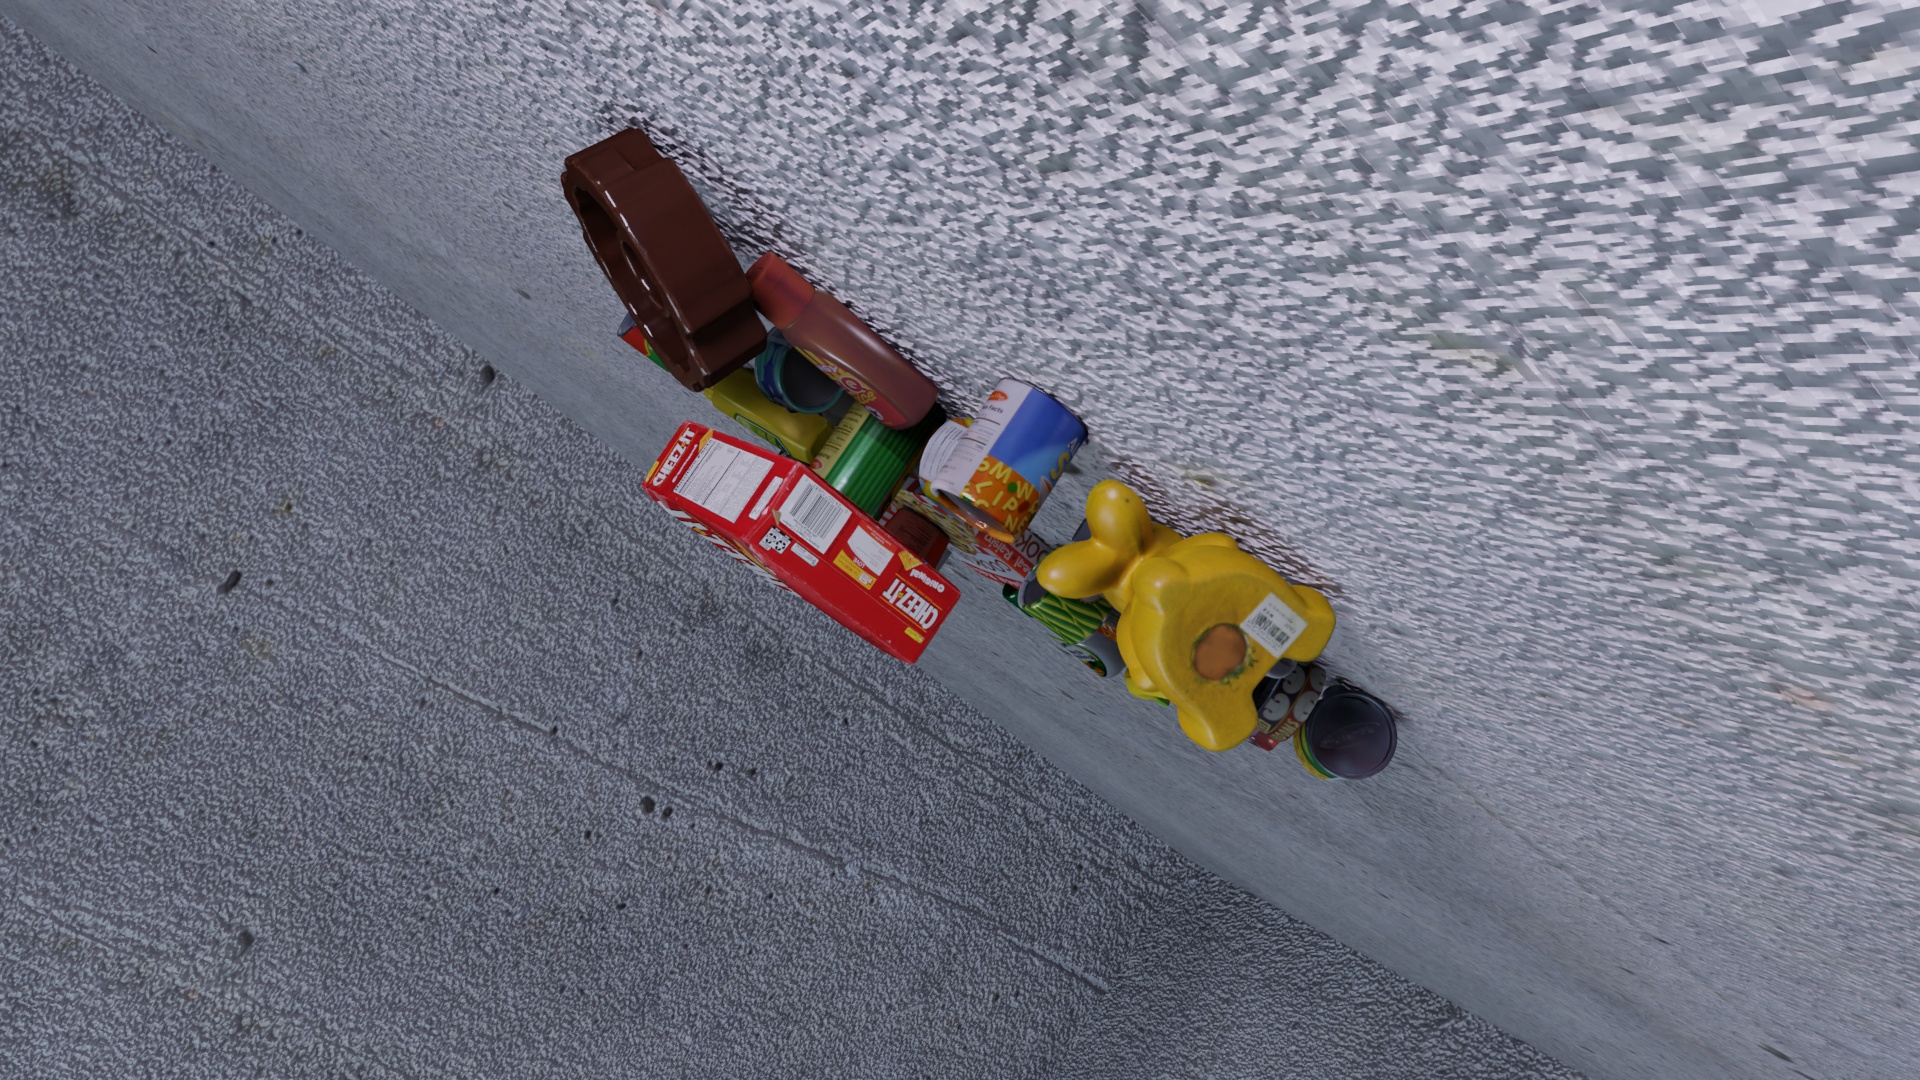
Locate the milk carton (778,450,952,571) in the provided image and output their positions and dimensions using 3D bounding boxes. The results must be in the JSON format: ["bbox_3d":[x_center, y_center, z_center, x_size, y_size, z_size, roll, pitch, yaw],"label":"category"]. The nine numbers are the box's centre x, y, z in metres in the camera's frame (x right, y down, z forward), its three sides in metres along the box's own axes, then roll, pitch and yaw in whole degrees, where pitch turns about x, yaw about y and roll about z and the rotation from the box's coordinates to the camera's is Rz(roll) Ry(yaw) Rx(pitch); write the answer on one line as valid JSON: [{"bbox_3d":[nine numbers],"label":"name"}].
[{"bbox_3d":[-0.086,-0.038,1.352,0.191,0.072,0.073,32,170,14],"label":"milk carton"}]

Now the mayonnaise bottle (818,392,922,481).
[{"bbox_3d":[-0.070,-0.095,1.105,0.148,0.041,0.064,31,172,9],"label":"mayonnaise bottle"}]

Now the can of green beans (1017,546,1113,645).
[{"bbox_3d":[0.092,0.047,1.201,0.058,0.071,0.071,38,169,-20],"label":"can of green beans"}]

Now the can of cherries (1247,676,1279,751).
[{"bbox_3d":[0.238,0.125,1.106,0.058,0.071,0.071,32,170,7],"label":"can of cherries"}]

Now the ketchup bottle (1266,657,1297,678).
[{"bbox_3d":[0.193,0.070,1.049,0.064,0.043,0.149,39,169,-27],"label":"ketchup bottle"}]

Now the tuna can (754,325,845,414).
[{"bbox_3d":[-0.114,-0.124,1.015,0.033,0.071,0.071,22,165,46],"label":"tuna can"}]

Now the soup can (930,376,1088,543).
[{"bbox_3d":[0.032,-0.048,0.868,0.071,0.084,0.071,32,170,6],"label":"soup can"}]

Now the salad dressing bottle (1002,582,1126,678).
[{"bbox_3d":[0.107,0.083,1.398,0.147,0.044,0.064,38,168,-22],"label":"salad dressing bottle"}]

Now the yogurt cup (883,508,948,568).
[{"bbox_3d":[-0.047,0.007,1.253,0.072,0.054,0.072,34,170,7],"label":"yogurt cup"}]

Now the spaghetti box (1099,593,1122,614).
[{"bbox_3d":[0.196,0.093,1.196,0.050,0.029,0.249,23,166,50],"label":"spaghetti box"}]

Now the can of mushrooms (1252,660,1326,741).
[{"bbox_3d":[0.241,0.117,1.040,0.033,0.071,0.071,32,170,1],"label":"can of mushrooms"}]

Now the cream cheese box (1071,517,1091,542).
[{"bbox_3d":[0.137,0.019,1.037,0.104,0.024,0.053,26,169,40],"label":"cream cheese box"}]

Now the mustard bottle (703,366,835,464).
[{"bbox_3d":[-0.194,-0.130,1.319,0.160,0.049,0.065,31,168,15],"label":"mustard bottle"}]

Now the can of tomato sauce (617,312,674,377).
[{"bbox_3d":[-0.238,-0.175,1.184,0.083,0.071,0.071,37,170,-25],"label":"can of tomato sauce"}]

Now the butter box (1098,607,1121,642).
[{"bbox_3d":[0.140,0.074,1.301,0.103,0.024,0.053,29,169,24],"label":"butter box"}]

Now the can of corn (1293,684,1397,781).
[{"bbox_3d":[0.289,0.147,1.052,0.071,0.071,0.058,32,170,8],"label":"can of corn"}]

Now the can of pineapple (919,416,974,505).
[{"bbox_3d":[0.014,-0.048,0.986,0.058,0.071,0.071,28,169,33],"label":"can of pineapple"}]

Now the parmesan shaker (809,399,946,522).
[{"bbox_3d":[-0.063,-0.067,1.029,0.071,0.103,0.071,33,171,6],"label":"parmesan shaker"}]

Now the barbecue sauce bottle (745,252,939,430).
[{"bbox_3d":[-0.084,-0.135,0.943,0.148,0.044,0.065,39,169,-28],"label":"barbecue sauce bottle"}]

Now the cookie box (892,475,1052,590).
[{"bbox_3d":[0.004,-0.016,1.254,0.167,0.040,0.123,39,169,-32],"label":"cookie box"}]
